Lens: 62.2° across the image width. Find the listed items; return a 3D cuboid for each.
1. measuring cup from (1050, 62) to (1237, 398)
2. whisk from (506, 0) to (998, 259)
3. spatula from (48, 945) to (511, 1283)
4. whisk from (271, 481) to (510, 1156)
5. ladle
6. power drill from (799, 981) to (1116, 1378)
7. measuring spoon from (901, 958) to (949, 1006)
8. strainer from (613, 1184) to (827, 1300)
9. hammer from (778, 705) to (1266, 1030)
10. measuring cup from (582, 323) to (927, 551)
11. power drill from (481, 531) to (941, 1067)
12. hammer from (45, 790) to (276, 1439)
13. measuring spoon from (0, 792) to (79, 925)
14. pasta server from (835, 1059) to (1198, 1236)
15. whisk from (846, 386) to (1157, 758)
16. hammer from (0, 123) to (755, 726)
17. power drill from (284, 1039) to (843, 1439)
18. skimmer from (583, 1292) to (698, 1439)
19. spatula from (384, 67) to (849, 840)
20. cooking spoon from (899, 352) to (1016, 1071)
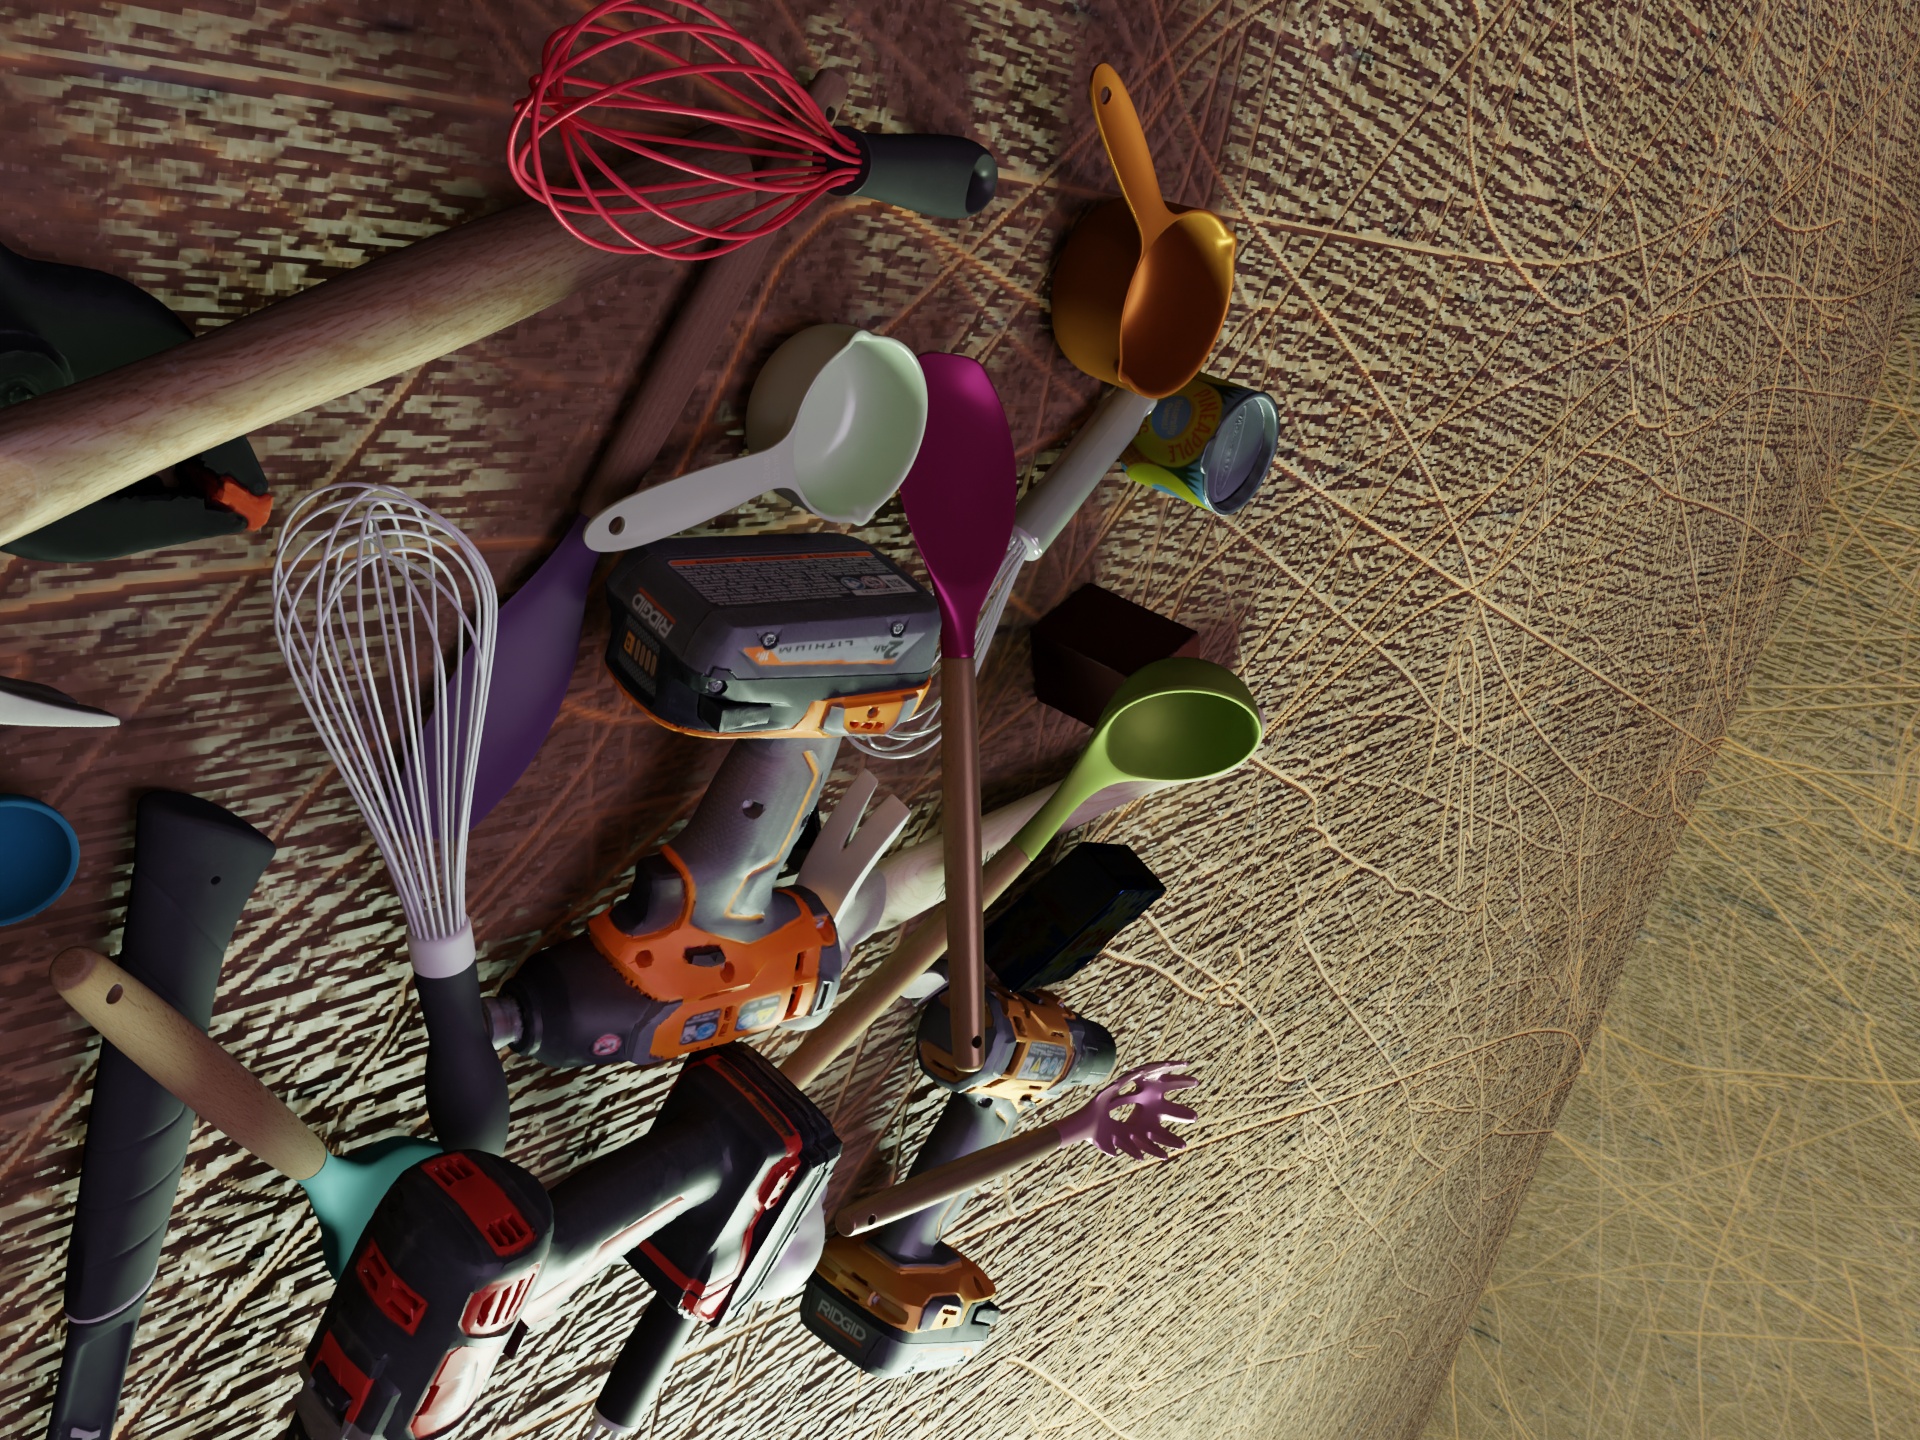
[{"bbox_3d":[0.068,-0.223,0.713,0.095,0.052,0.173,-51,143,-15],"label":"measuring cup"},{"bbox_3d":[-0.048,-0.189,0.533,0.296,0.073,0.073,-31,139,-63],"label":"whisk"},{"bbox_3d":[-0.224,0.145,0.547,0.317,0.044,0.082,92,18,-60],"label":"spatula"},{"bbox_3d":[-0.186,0.051,0.552,0.070,0.070,0.284,-27,131,-40],"label":"whisk"},{"bbox_3d":[0.017,0.088,0.763,0.320,0.062,0.078,-44,137,-5],"label":"ladle"},{"bbox_3d":[0.011,0.270,0.966,0.185,0.084,0.226,24,89,-56],"label":"power drill"},{"bbox_3d":[-0.021,0.135,0.843,0.034,0.018,0.124,-35,167,-1],"label":"measuring spoon"},{"bbox_3d":[-0.138,0.267,0.802,0.087,0.050,0.258,-51,144,10],"label":"strainer"},{"bbox_3d":[0.060,0.042,0.880,0.410,0.038,0.146,-20,144,-48],"label":"hammer"},{"bbox_3d":[-0.083,-0.103,0.610,0.167,0.038,0.083,-30,135,-36],"label":"measuring cup"},{"bbox_3d":[-0.106,0.043,0.635,0.164,0.084,0.226,-8,127,-41],"label":"power drill"},{"bbox_3d":[-0.303,0.213,0.550,0.149,0.036,0.409,-1,113,-51],"label":"hammer"},{"bbox_3d":[-0.315,0.046,0.436,0.128,0.021,0.042,-15,126,-36],"label":"measuring spoon"},{"bbox_3d":[0.043,0.243,0.897,0.316,0.040,0.060,-1,93,-54],"label":"pasta server"},{"bbox_3d":[0.023,-0.080,0.764,0.246,0.059,0.058,-52,-178,-20],"label":"whisk"},{"bbox_3d":[-0.172,-0.107,0.450,0.331,0.031,0.130,-42,142,-42],"label":"hammer"},{"bbox_3d":[-0.165,0.232,0.639,0.226,0.080,0.188,-8,132,-60],"label":"power drill"},{"bbox_3d":[-0.190,0.398,0.751,0.127,0.090,0.363,28,97,-20],"label":"skimmer"},{"bbox_3d":[-0.121,-0.095,0.583,0.316,0.018,0.059,-62,152,2],"label":"spatula"},{"bbox_3d":[-0.001,-0.002,0.708,0.068,0.017,0.319,-4,93,-39],"label":"cooking spoon"}]
